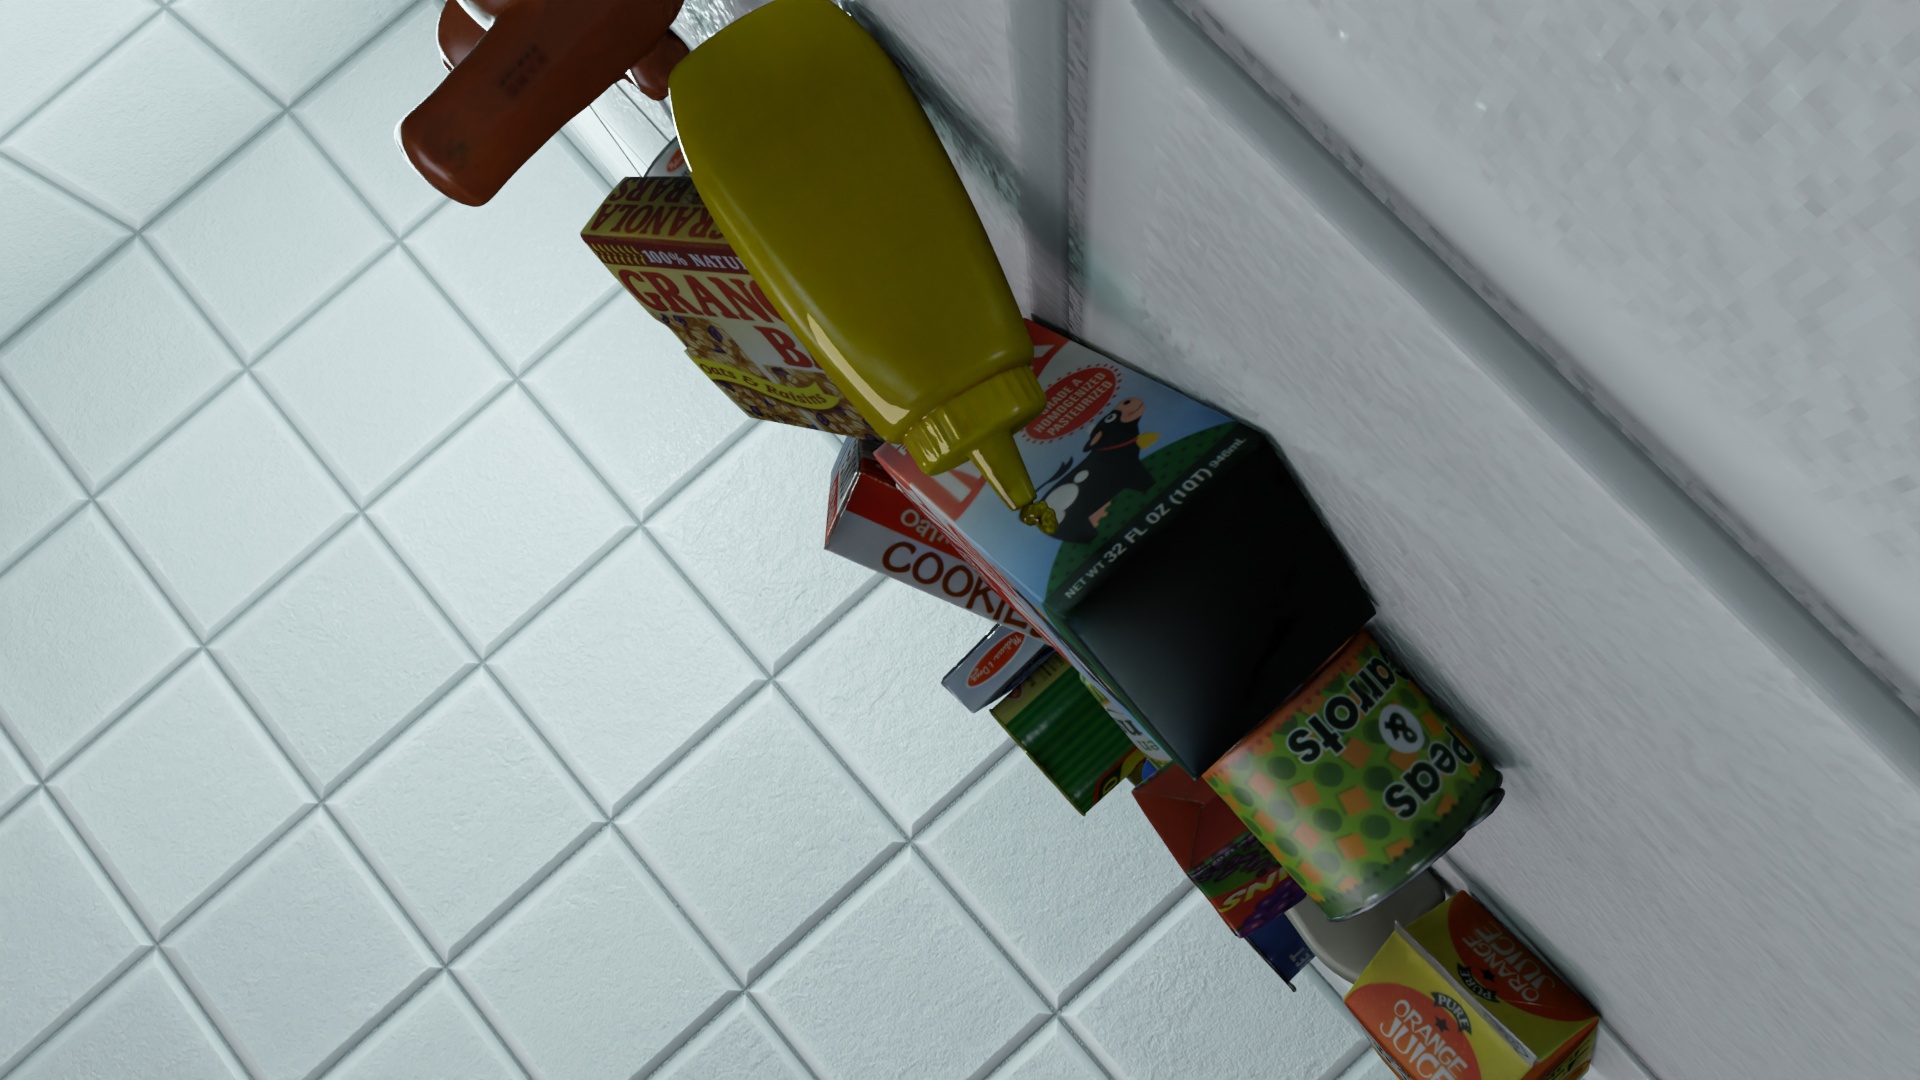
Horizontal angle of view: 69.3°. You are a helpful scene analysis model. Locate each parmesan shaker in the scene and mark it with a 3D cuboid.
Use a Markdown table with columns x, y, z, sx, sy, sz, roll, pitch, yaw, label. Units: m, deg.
| x | y | z | sx | sy | sz | roll | pitch | yaw | label |
| --- | --- | --- | --- | --- | --- | --- | --- | --- | --- |
| 0.073 | 0.070 | 0.647 | 0.071 | 0.103 | 0.071 | 48 | 177 | 3 | parmesan shaker |

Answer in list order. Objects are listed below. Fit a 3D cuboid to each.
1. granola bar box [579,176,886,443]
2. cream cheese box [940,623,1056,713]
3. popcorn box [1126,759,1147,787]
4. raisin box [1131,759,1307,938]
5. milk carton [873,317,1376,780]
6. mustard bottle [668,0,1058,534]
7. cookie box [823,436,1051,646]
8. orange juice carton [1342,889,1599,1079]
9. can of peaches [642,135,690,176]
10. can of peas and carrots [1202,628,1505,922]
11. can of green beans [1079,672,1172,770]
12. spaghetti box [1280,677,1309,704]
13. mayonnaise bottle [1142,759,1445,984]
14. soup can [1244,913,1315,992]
| x | y | z | sx | sy | sz | roll | pitch | yaw | label |
| --- | --- | --- | --- | --- | --- | --- | --- | --- | --- |
| -0.063 | -0.092 | 0.569 | 0.165 | 0.039 | 0.124 | 14 | 154 | 43 | granola bar box |
| 0.029 | 0.052 | 0.681 | 0.024 | 0.053 | 0.104 | 47 | -167 | 9 | cream cheese box |
| 0.082 | 0.097 | 0.793 | 0.126 | 0.038 | 0.085 | 45 | 177 | -11 | popcorn box |
| 0.122 | 0.102 | 0.529 | 0.040 | 0.086 | 0.123 | 53 | 180 | 32 | raisin box |
| 0.035 | -0.012 | 0.444 | 0.073 | 0.072 | 0.191 | 50 | 177 | -30 | milk carton |
| -0.019 | -0.068 | 0.378 | 0.160 | 0.065 | 0.049 | 60 | -179 | 6 | mustard bottle |
| 0.002 | -0.008 | 0.636 | 0.123 | 0.040 | 0.168 | 23 | -170 | -9 | cookie box |
| 0.226 | 0.215 | 0.612 | 0.072 | 0.073 | 0.192 | 46 | 176 | 35 | orange juice carton |
| -0.106 | -0.161 | 0.651 | 0.058 | 0.071 | 0.071 | 48 | 177 | -1 | can of peaches |
| 0.114 | 0.067 | 0.407 | 0.059 | 0.071 | 0.071 | 48 | 177 | 9 | can of peas and carrots |
| 0.092 | 0.058 | 0.580 | 0.057 | 0.071 | 0.071 | 50 | 177 | -12 | can of green beans |
| 0.055 | -0.014 | 0.547 | 0.050 | 0.029 | 0.251 | 50 | 177 | -31 | spaghetti box |
| 0.155 | 0.146 | 0.670 | 0.148 | 0.065 | 0.041 | 37 | 172 | 31 | mayonnaise bottle |
| 0.180 | 0.182 | 0.731 | 0.071 | 0.084 | 0.071 | 48 | 177 | 3 | soup can |
